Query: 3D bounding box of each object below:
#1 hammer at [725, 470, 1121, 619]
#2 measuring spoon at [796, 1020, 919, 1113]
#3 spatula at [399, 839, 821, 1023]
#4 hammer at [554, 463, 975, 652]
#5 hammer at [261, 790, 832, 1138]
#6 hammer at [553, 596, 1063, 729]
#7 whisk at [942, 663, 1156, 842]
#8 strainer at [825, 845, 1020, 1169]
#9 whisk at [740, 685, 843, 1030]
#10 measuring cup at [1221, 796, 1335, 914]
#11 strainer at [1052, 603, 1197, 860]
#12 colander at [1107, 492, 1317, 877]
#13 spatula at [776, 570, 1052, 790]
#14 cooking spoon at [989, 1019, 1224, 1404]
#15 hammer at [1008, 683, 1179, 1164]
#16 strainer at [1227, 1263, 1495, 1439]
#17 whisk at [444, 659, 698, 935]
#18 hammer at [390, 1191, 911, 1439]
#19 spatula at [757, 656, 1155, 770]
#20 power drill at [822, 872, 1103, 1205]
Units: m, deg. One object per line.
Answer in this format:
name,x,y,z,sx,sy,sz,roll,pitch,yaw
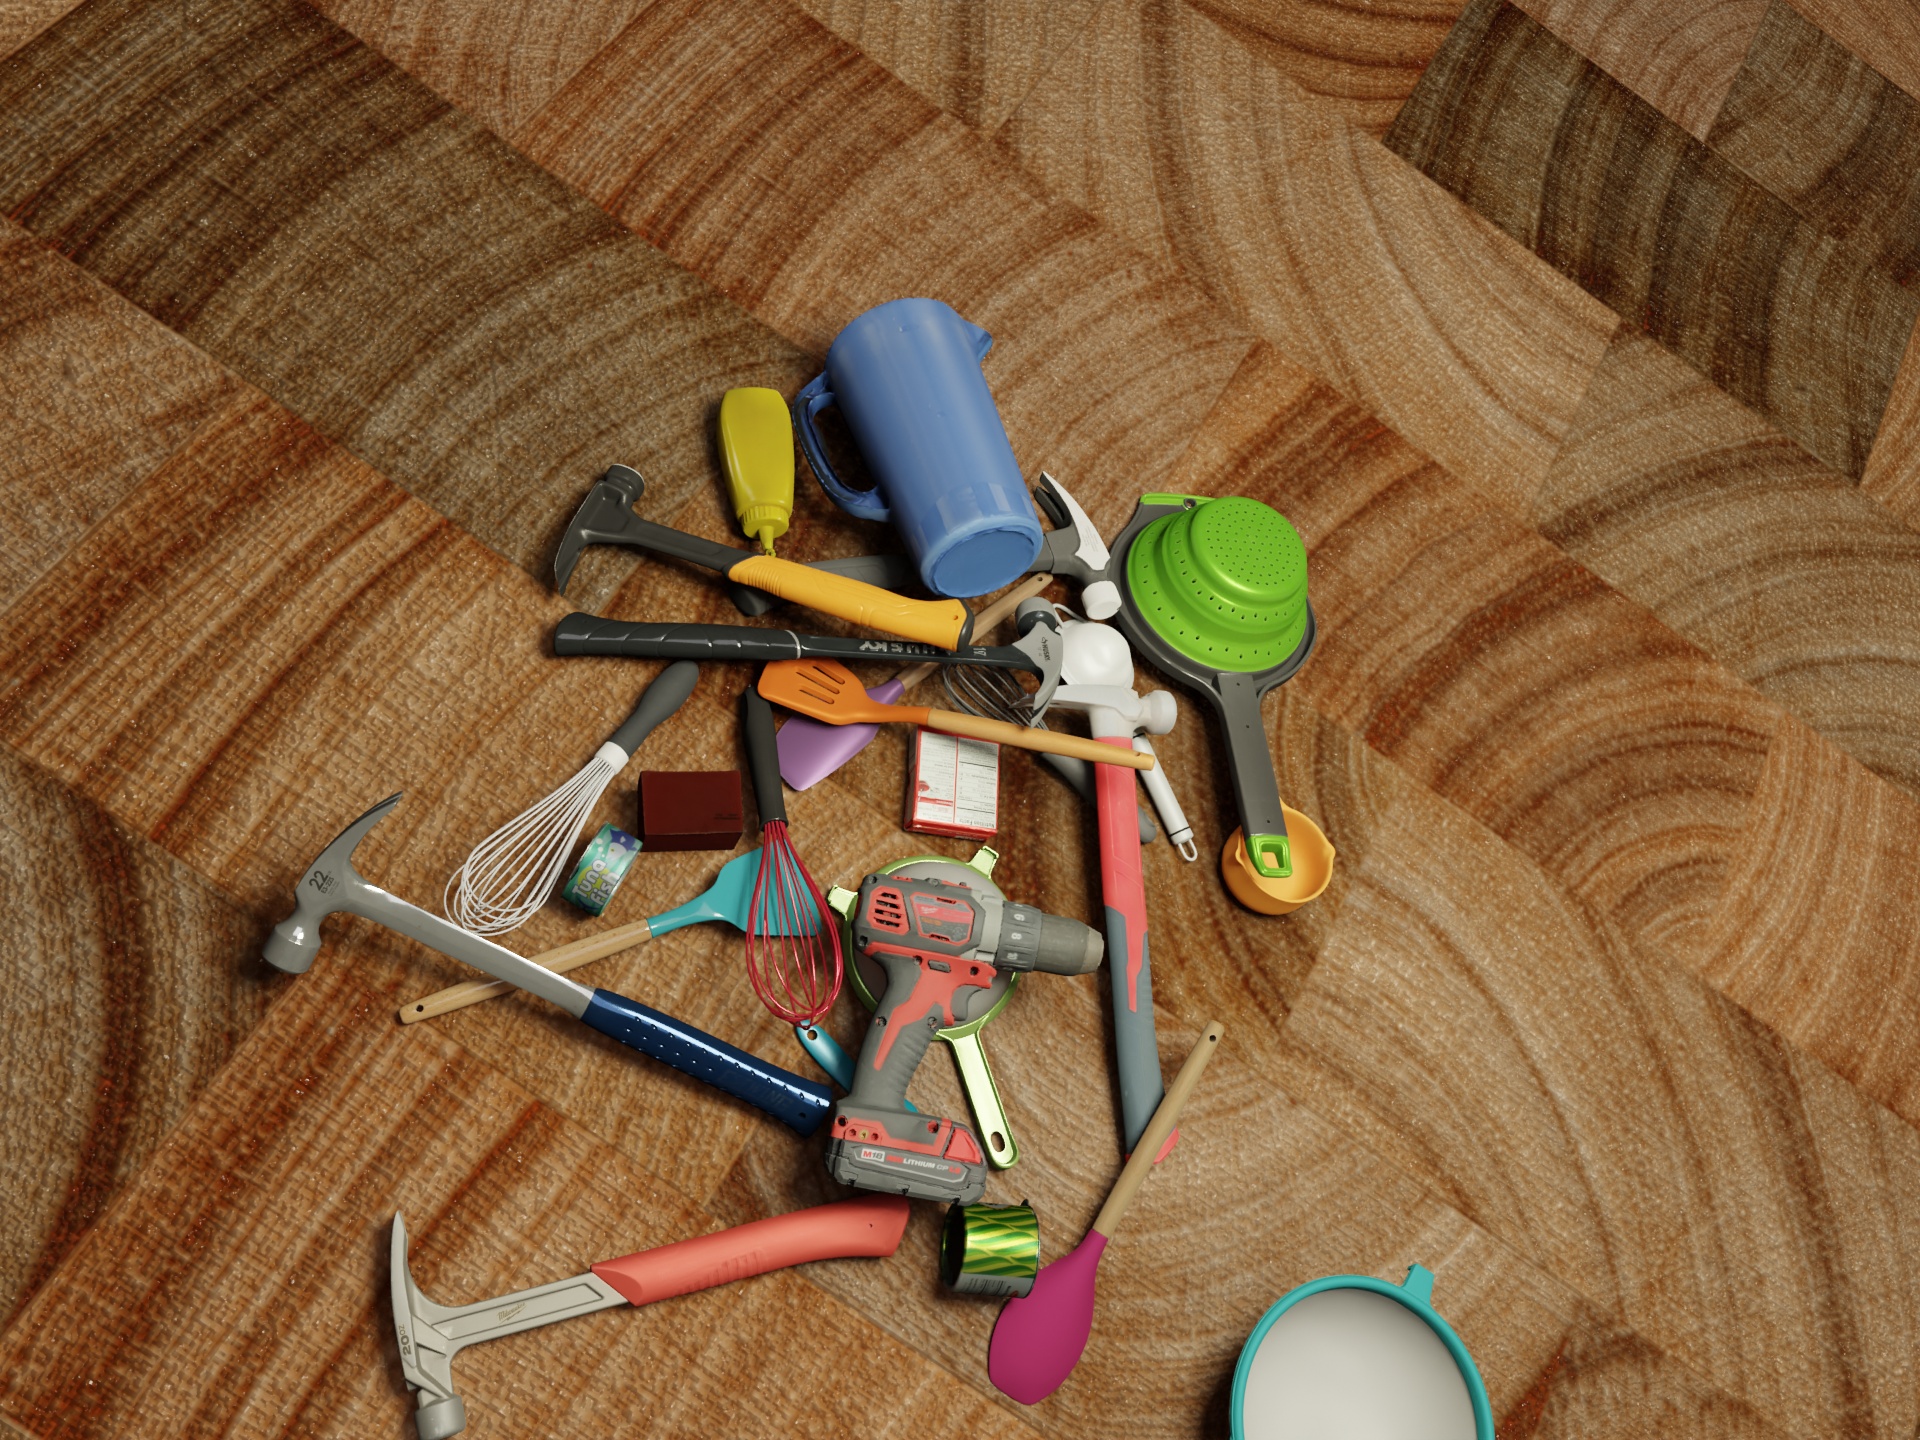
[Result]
hammer,-0.036,-0.136,1.372,0.334,0.035,0.146,-8,60,-17
measuring spoon,-0.078,0.275,1.212,0.128,0.021,0.042,46,63,2
spatula,-0.259,0.169,1.196,0.317,0.044,0.082,-18,76,-19
hammer,-0.153,-0.112,1.275,0.337,0.034,0.127,17,56,7
hammer,-0.273,0.193,1.136,0.405,0.035,0.144,29,96,-14
hammer,-0.117,-0.056,1.279,0.409,0.036,0.149,2,36,-6
whisk,0.076,0.023,1.349,0.239,0.055,0.055,41,63,-4
strainer,0.003,0.219,1.234,0.151,0.069,0.256,-12,72,-22
whisk,-0.141,0.099,1.225,0.073,0.073,0.296,-2,58,-19
measuring cup,0.261,0.086,1.384,0.095,0.052,0.174,-2,63,-19
strainer,0.149,0.003,1.385,0.087,0.050,0.258,-18,79,-38
colander,0.249,-0.060,1.377,0.204,0.094,0.397,3,59,-17
spatula,-0.035,-0.046,1.354,0.316,0.018,0.060,-37,76,-26
cooking spoon,0.119,0.368,1.211,0.068,0.017,0.319,33,75,-3
hammer,0.120,0.161,1.288,0.143,0.038,0.386,3,75,-22
strainer,0.223,0.537,1.170,0.340,0.095,0.211,-8,69,-18
whisk,-0.286,0.053,1.216,0.070,0.070,0.285,37,59,-1
hammer,-0.210,0.379,1.121,0.359,0.036,0.149,-9,73,-21
spatula,-0.002,-0.004,1.279,0.322,0.041,0.081,12,44,13
power drill,-0.001,0.233,1.165,0.188,0.080,0.227,11,77,-3
